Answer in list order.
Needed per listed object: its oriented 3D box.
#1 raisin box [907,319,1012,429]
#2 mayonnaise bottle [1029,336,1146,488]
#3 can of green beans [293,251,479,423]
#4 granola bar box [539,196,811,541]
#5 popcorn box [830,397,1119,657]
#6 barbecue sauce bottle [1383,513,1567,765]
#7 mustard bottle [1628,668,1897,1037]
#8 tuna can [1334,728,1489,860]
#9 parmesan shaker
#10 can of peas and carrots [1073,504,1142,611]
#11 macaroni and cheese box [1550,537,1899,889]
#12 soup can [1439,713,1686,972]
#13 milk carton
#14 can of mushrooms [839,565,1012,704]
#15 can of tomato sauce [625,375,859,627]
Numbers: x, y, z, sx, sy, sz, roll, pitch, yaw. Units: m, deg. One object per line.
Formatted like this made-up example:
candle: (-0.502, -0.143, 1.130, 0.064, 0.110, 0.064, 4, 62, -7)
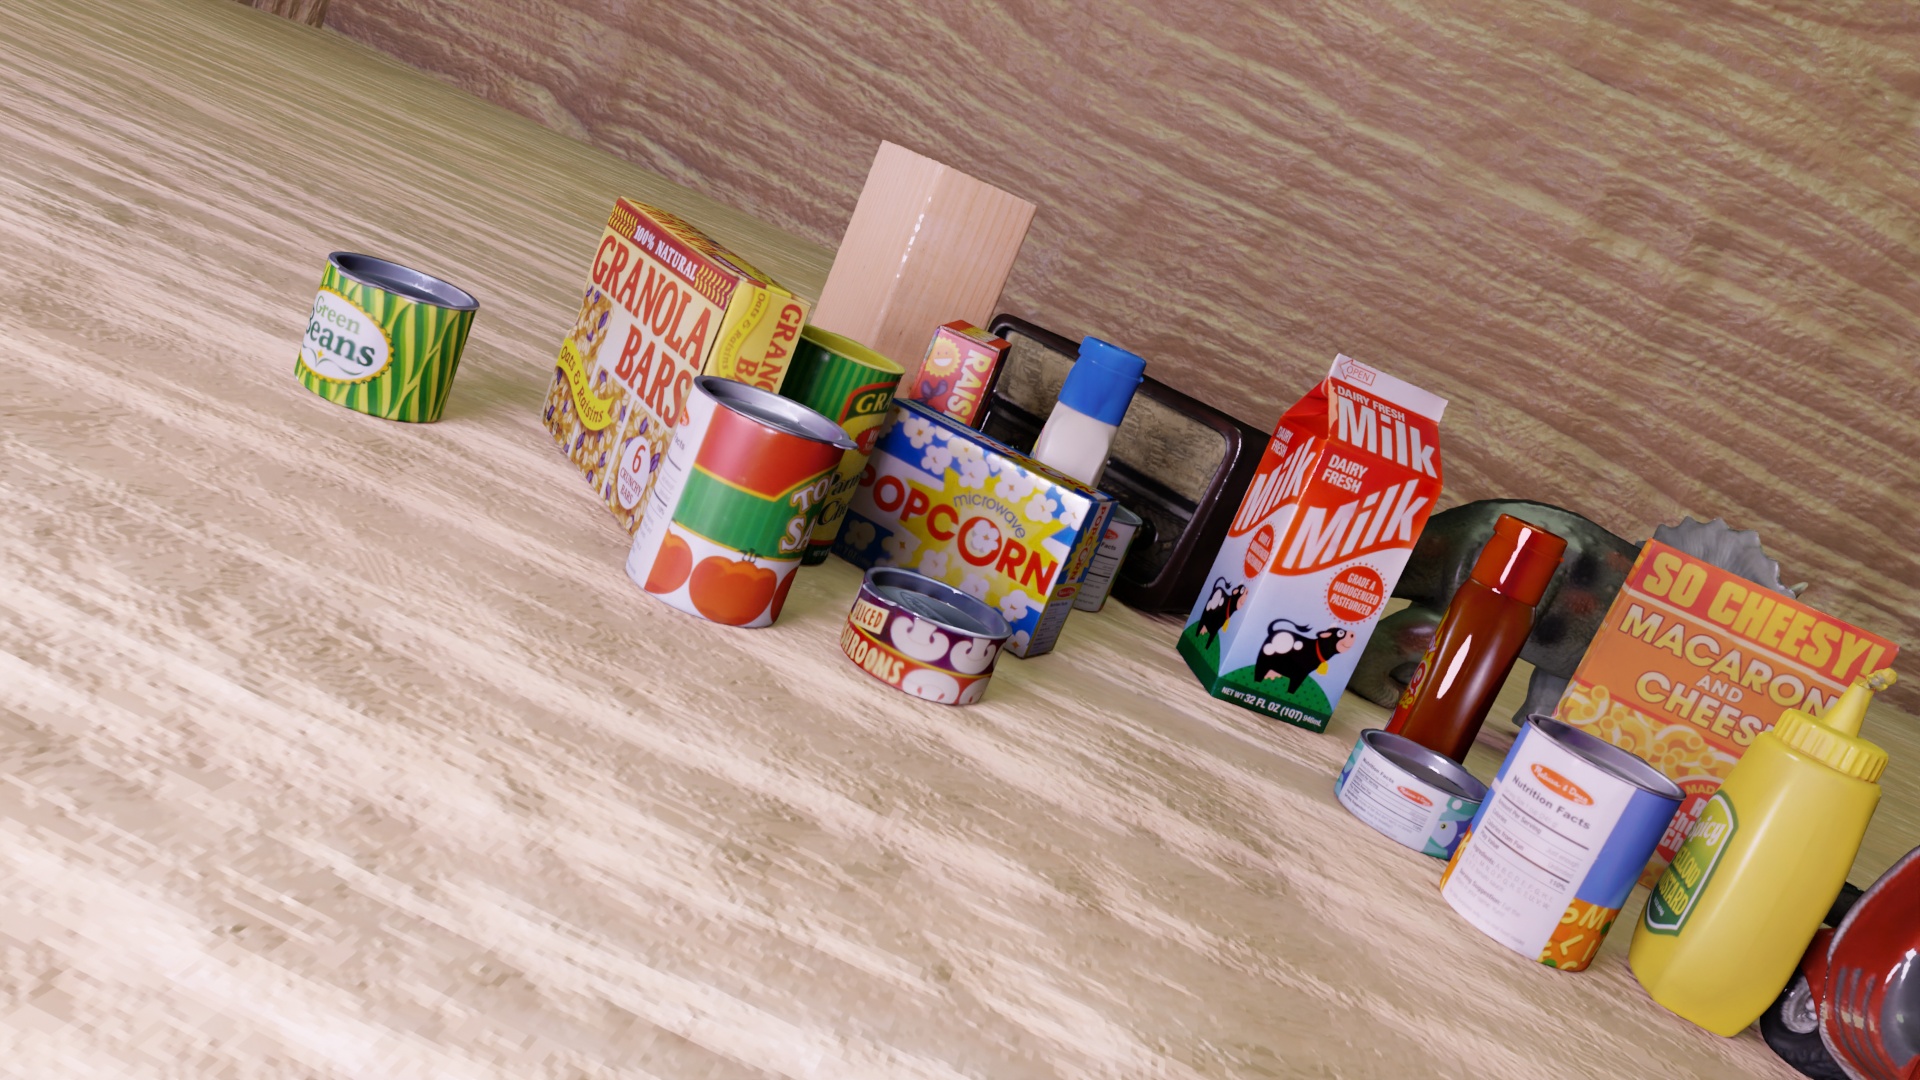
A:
raisin box: (-0.013, -0.063, 0.799, 0.040, 0.123, 0.086, 24, 12, 3)
mayonnaise bottle: (0.054, -0.035, 0.747, 0.041, 0.147, 0.065, 23, 12, 0)
can of green beans: (-0.261, -0.092, 0.633, 0.071, 0.057, 0.071, 22, 12, -5)
granola bar box: (-0.140, -0.081, 0.648, 0.039, 0.124, 0.166, 14, 15, -37)
popcorn box: (0.002, -0.009, 0.690, 0.127, 0.085, 0.038, 28, 13, 22)
barbecue sauce bottle: (0.271, 0.060, 0.736, 0.044, 0.148, 0.065, 27, 12, 16)
mustard bottle: (0.329, 0.119, 0.563, 0.049, 0.160, 0.065, 25, 12, 9)
tuna can: (0.214, 0.119, 0.654, 0.071, 0.032, 0.071, 22, 12, -5)
parmesan shaker: (-0.076, -0.048, 0.673, 0.071, 0.103, 0.071, 22, 12, -5)
can of peas and carrots: (0.065, 0.001, 0.822, 0.071, 0.058, 0.071, 22, 12, -5)
macaroni and cheese box: (0.384, 0.099, 0.731, 0.124, 0.166, 0.040, 27, 12, 19)
soup can: (0.249, 0.124, 0.576, 0.071, 0.083, 0.071, 22, 12, -5)
milk carton: (0.195, -0.001, 0.757, 0.072, 0.190, 0.073, 21, 12, -12)
can of mushrooms: (-0.017, 0.039, 0.578, 0.071, 0.033, 0.071, 22, 12, -5)
can of tomato sauce: (-0.088, -0.015, 0.560, 0.071, 0.083, 0.071, 22, 12, -5)
